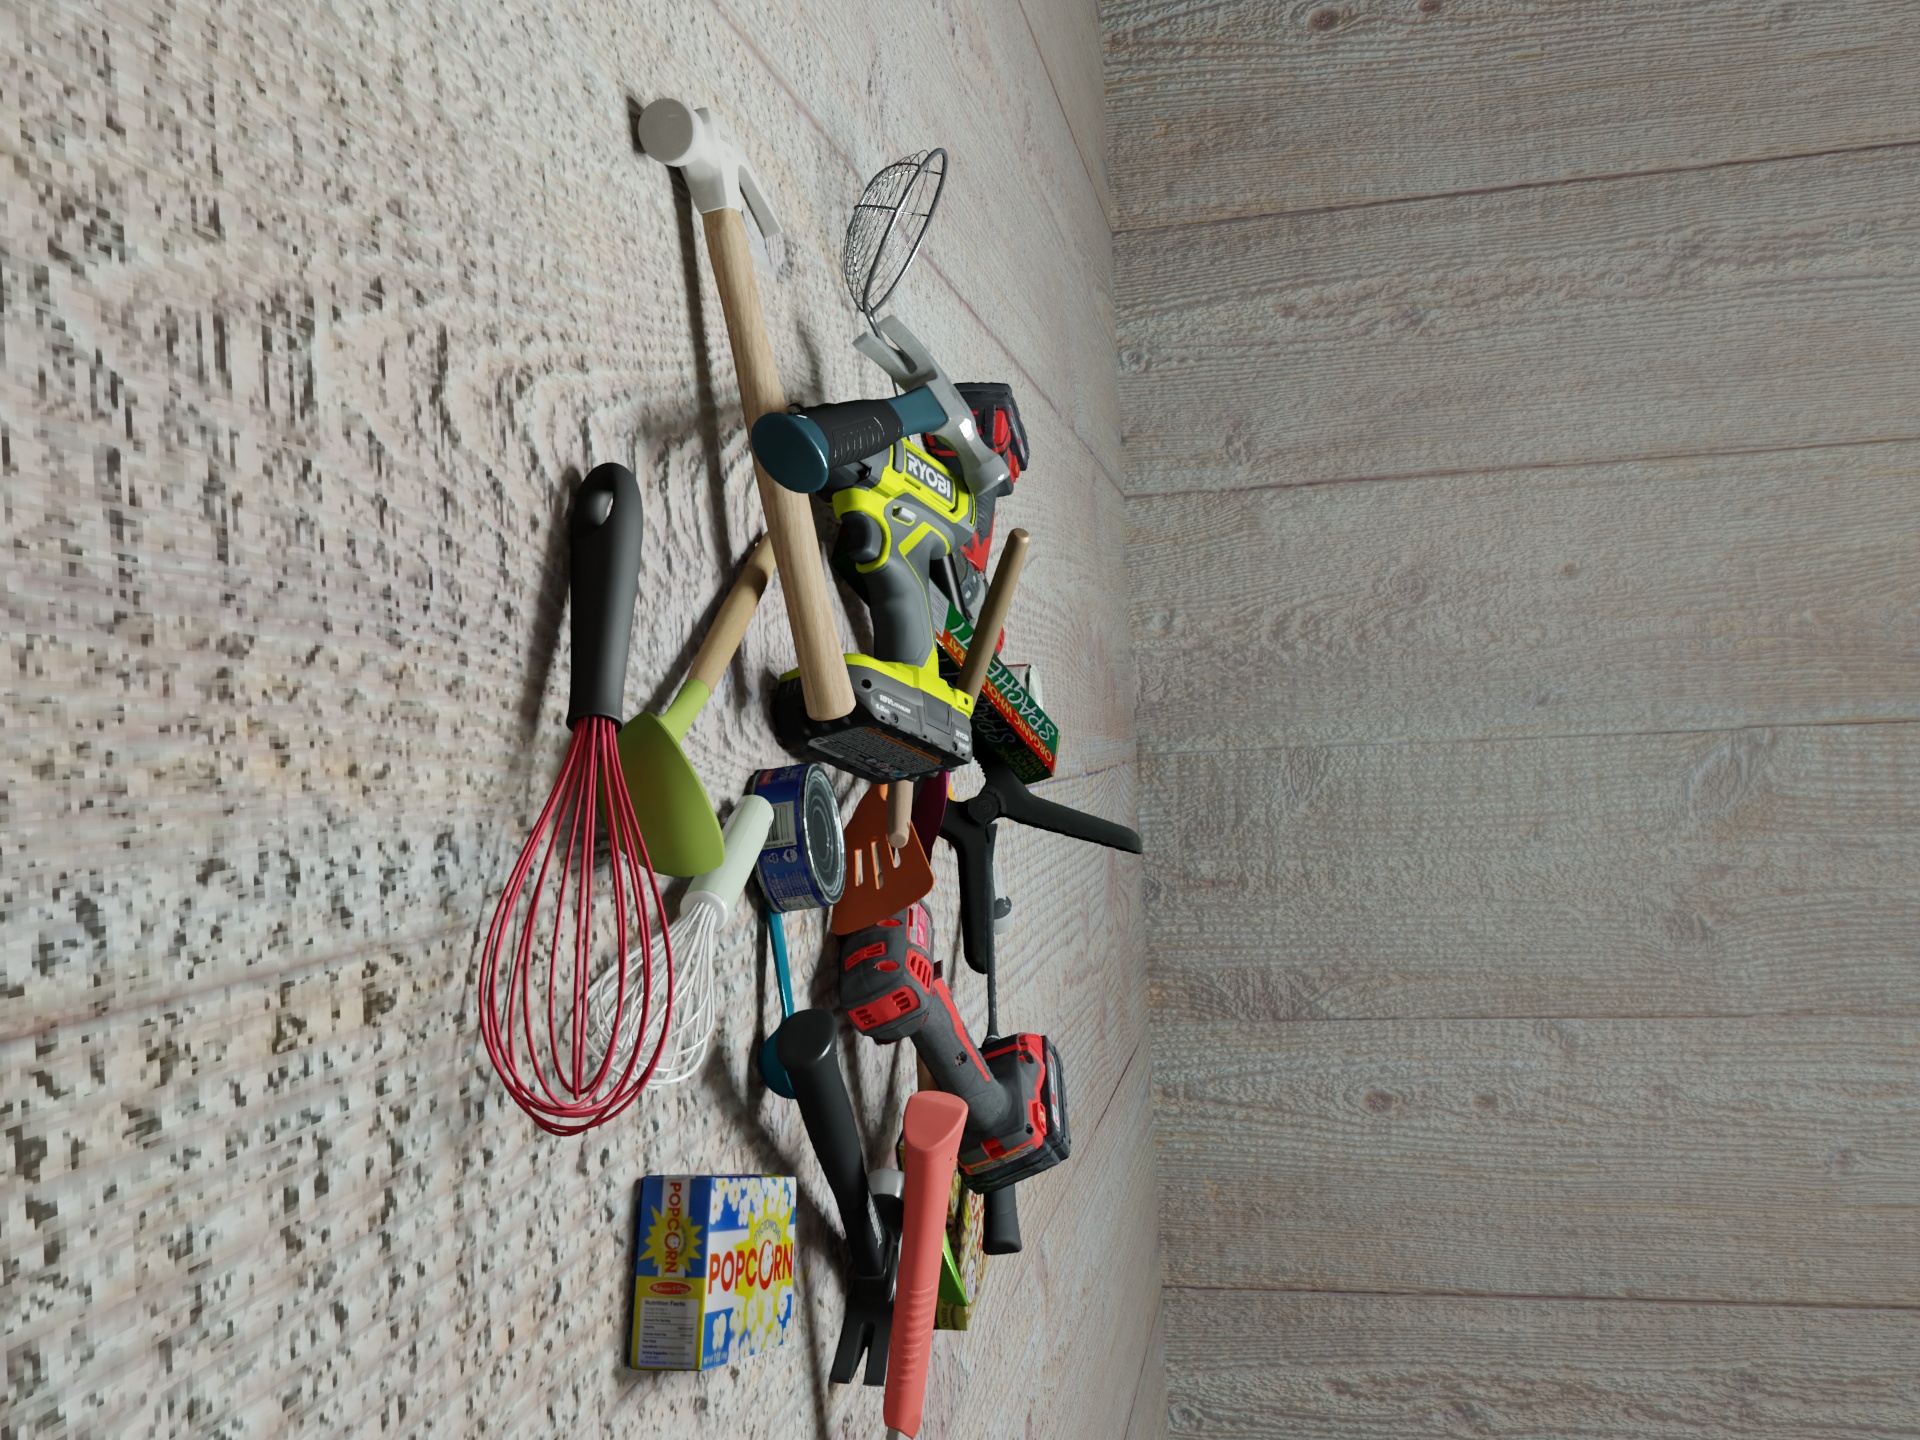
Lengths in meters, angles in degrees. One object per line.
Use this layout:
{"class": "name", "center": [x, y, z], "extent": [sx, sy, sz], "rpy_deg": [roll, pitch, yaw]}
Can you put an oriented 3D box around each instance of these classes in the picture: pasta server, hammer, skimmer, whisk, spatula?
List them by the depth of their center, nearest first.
{"class": "whisk", "center": [-0.151, 0.019, 0.650], "extent": [0.073, 0.073, 0.296], "rpy_deg": [63, 22, -62]}
{"class": "whisk", "center": [-0.128, 0.097, 0.774], "extent": [0.057, 0.059, 0.246], "rpy_deg": [-58, -173, 24]}
{"class": "hammer", "center": [-0.106, -0.163, 0.876], "extent": [0.130, 0.031, 0.331], "rpy_deg": [-55, 134, -75]}
{"class": "hammer", "center": [-0.047, -0.173, 0.931], "extent": [0.128, 0.033, 0.331], "rpy_deg": [56, 20, -5]}
{"class": "hammer", "center": [-0.068, 0.275, 0.944], "extent": [0.334, 0.035, 0.146], "rpy_deg": [83, 11, -49]}
{"class": "hammer", "center": [-0.030, 0.400, 0.982], "extent": [0.149, 0.037, 0.359], "rpy_deg": [-19, 117, -69]}
{"class": "pasta server", "center": [-0.034, -0.008, 1.137], "extent": [0.316, 0.040, 0.060], "rpy_deg": [-90, 162, -59]}
{"class": "spatula", "center": [-0.046, 0.032, 1.150], "extent": [0.041, 0.081, 0.323], "rpy_deg": [54, 21, -22]}
{"class": "skimmer", "center": [-0.013, -0.231, 1.185], "extent": [0.127, 0.090, 0.363], "rpy_deg": [-58, 135, -73]}
{"class": "hammer", "center": [0.028, 0.257, 1.319], "extent": [0.409, 0.036, 0.149], "rpy_deg": [-91, 174, -50]}

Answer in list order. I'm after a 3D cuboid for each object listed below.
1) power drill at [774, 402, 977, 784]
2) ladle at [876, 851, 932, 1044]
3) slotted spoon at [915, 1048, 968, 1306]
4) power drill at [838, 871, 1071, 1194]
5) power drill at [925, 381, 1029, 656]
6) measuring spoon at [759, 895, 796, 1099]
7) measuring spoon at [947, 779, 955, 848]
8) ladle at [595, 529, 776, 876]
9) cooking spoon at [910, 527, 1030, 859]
{"class": "power drill", "center": [-0.057, -0.085, 1.014], "extent": [0.171, 0.080, 0.223], "rpy_deg": [27, 55, -49]}
{"class": "ladle", "center": [-0.033, 0.115, 1.247], "extent": [0.316, 0.031, 0.069], "rpy_deg": [-83, 160, -46]}
{"class": "slotted spoon", "center": [-0.021, 0.280, 1.146], "extent": [0.314, 0.031, 0.070], "rpy_deg": [-95, 169, -53]}
{"class": "power drill", "center": [-0.010, 0.207, 1.094], "extent": [0.219, 0.078, 0.143], "rpy_deg": [57, 15, -26]}
{"class": "power drill", "center": [0.000, -0.178, 1.355], "extent": [0.187, 0.080, 0.227], "rpy_deg": [61, 32, -63]}
{"class": "measuring spoon", "center": [-0.110, 0.154, 0.915], "extent": [0.042, 0.021, 0.129], "rpy_deg": [49, 31, -74]}
{"class": "measuring spoon", "center": [-0.013, 0.064, 1.389], "extent": [0.021, 0.011, 0.116], "rpy_deg": [-80, 159, -62]}
{"class": "ladle", "center": [-0.118, -0.030, 0.816], "extent": [0.320, 0.062, 0.078], "rpy_deg": [-78, 157, -58]}
{"class": "cooking spoon", "center": [-0.002, -0.004, 1.111], "extent": [0.069, 0.017, 0.318], "rpy_deg": [-94, -162, -48]}
